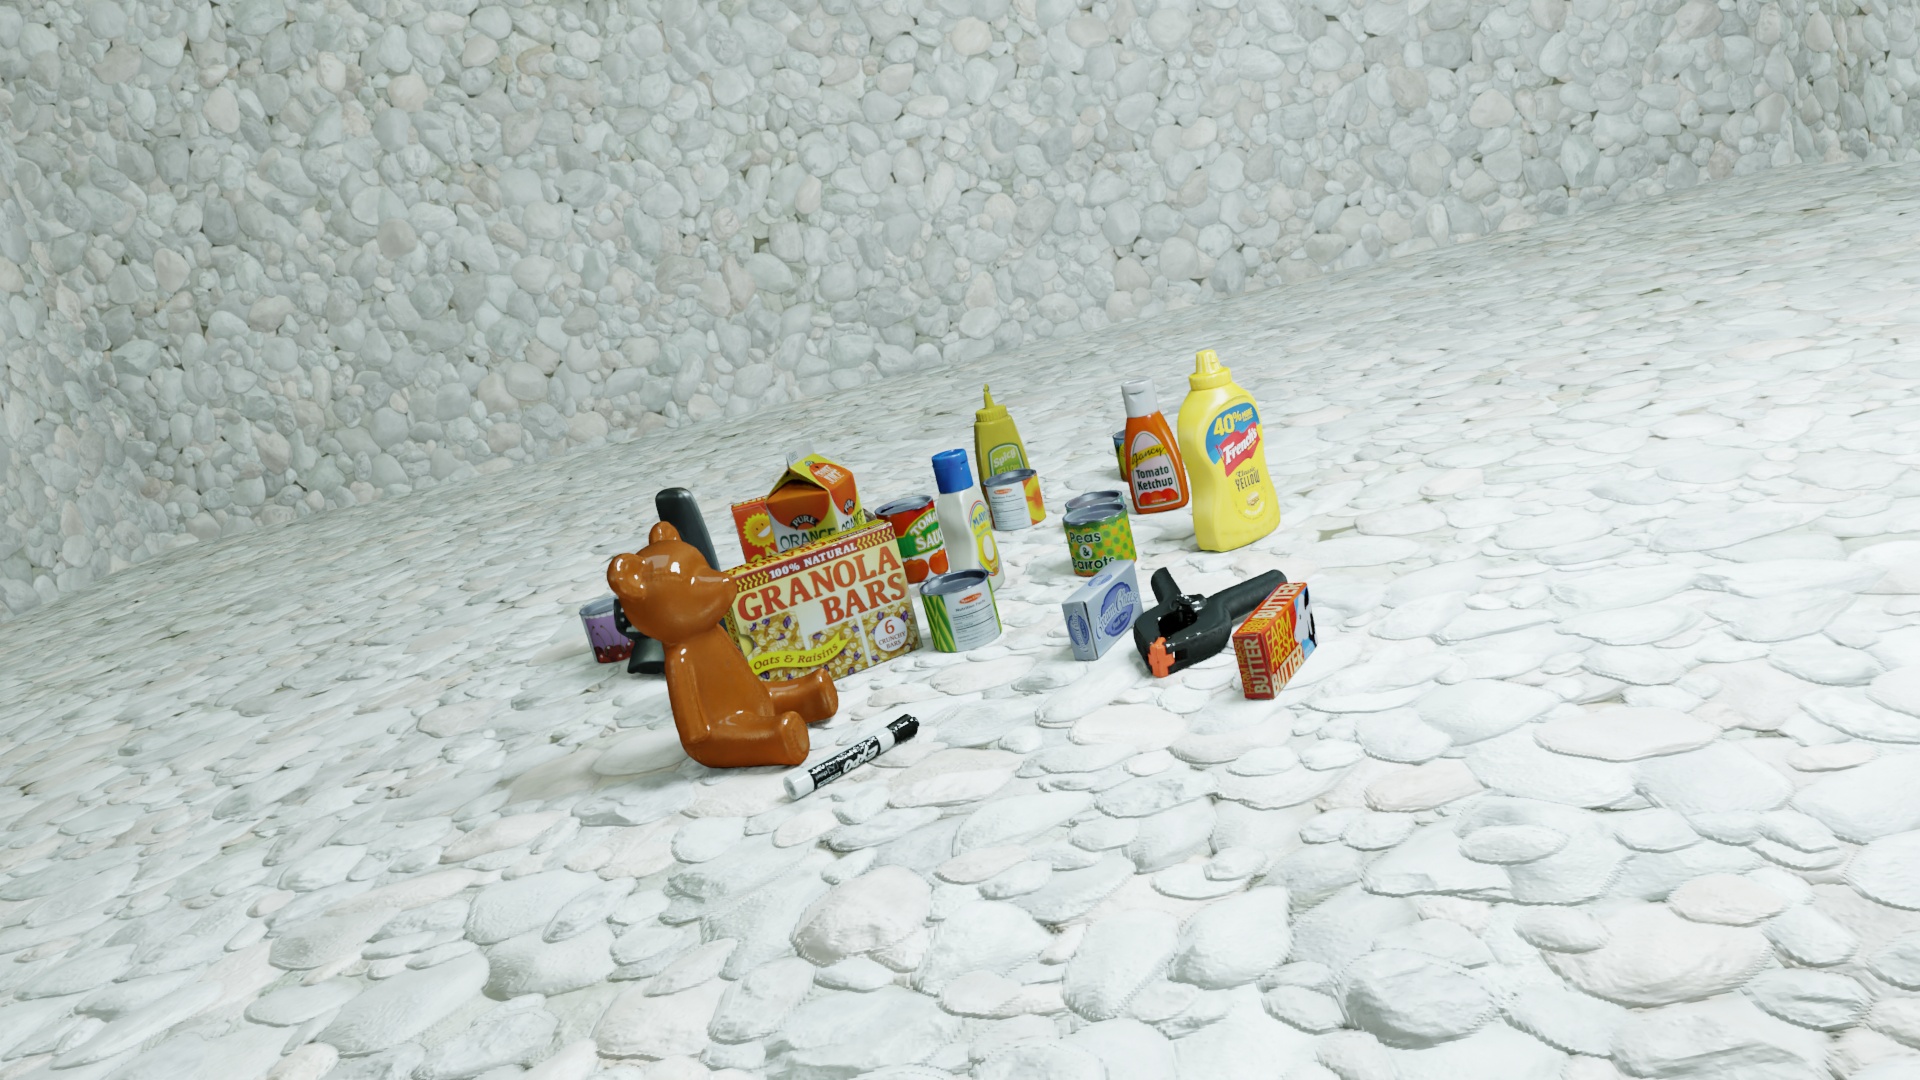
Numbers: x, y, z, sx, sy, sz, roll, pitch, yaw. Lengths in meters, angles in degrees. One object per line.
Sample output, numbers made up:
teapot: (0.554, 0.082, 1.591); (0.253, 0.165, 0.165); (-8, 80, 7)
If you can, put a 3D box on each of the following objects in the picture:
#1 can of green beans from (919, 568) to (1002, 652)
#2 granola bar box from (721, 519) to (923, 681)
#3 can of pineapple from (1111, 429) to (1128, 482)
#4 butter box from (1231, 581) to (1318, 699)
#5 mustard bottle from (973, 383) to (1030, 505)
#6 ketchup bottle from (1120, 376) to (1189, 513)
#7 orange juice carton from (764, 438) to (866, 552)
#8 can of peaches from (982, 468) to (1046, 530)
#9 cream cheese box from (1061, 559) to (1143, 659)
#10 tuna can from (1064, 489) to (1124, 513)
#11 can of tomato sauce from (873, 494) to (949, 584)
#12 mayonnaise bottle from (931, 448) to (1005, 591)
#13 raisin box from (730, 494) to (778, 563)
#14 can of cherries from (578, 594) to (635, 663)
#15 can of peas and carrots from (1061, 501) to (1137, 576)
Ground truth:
can of green beans: (0.001, 0.064, 1.274); (0.071, 0.057, 0.071); (-13, 14, 3)
granola bar box: (-0.127, 0.064, 1.259); (0.166, 0.124, 0.039); (-20, 15, -22)
can of pineapple: (0.226, -0.109, 1.729); (0.071, 0.057, 0.071); (-13, 14, 3)
butter box: (0.234, 0.073, 1.026); (0.024, 0.053, 0.104); (-4, 17, 35)
mustard bottle: (0.047, -0.115, 1.716); (0.065, 0.159, 0.049); (-17, 14, -11)
ketchup bottle: (0.211, -0.107, 1.549); (0.064, 0.148, 0.044); (-9, 14, 18)
orange juice carton: (-0.137, -0.003, 1.389); (0.073, 0.192, 0.072); (-9, 14, 19)
can of peaches: (0.066, -0.049, 1.652); (0.071, 0.058, 0.071); (-13, 14, 3)
cream cheese box: (0.123, 0.058, 1.187); (0.024, 0.053, 0.104); (-5, 16, 33)
tuna can: (0.152, -0.032, 1.554); (0.071, 0.032, 0.071); (-13, 14, 3)
can of tomato sauce: (-0.051, -0.001, 1.525); (0.071, 0.083, 0.071); (-13, 14, 3)
mayonnaise bottle: (0.005, -0.018, 1.402); (0.041, 0.147, 0.065); (-6, 16, 30)
raisin box: (-0.198, 0.009, 1.543); (0.086, 0.123, 0.040); (-16, 14, -6)
can of cherries: (-0.372, 0.094, 1.513); (0.071, 0.058, 0.071); (-13, 14, 3)
can of peas and carrots: (0.139, -0.001, 1.392); (0.071, 0.058, 0.071); (-13, 14, 3)
